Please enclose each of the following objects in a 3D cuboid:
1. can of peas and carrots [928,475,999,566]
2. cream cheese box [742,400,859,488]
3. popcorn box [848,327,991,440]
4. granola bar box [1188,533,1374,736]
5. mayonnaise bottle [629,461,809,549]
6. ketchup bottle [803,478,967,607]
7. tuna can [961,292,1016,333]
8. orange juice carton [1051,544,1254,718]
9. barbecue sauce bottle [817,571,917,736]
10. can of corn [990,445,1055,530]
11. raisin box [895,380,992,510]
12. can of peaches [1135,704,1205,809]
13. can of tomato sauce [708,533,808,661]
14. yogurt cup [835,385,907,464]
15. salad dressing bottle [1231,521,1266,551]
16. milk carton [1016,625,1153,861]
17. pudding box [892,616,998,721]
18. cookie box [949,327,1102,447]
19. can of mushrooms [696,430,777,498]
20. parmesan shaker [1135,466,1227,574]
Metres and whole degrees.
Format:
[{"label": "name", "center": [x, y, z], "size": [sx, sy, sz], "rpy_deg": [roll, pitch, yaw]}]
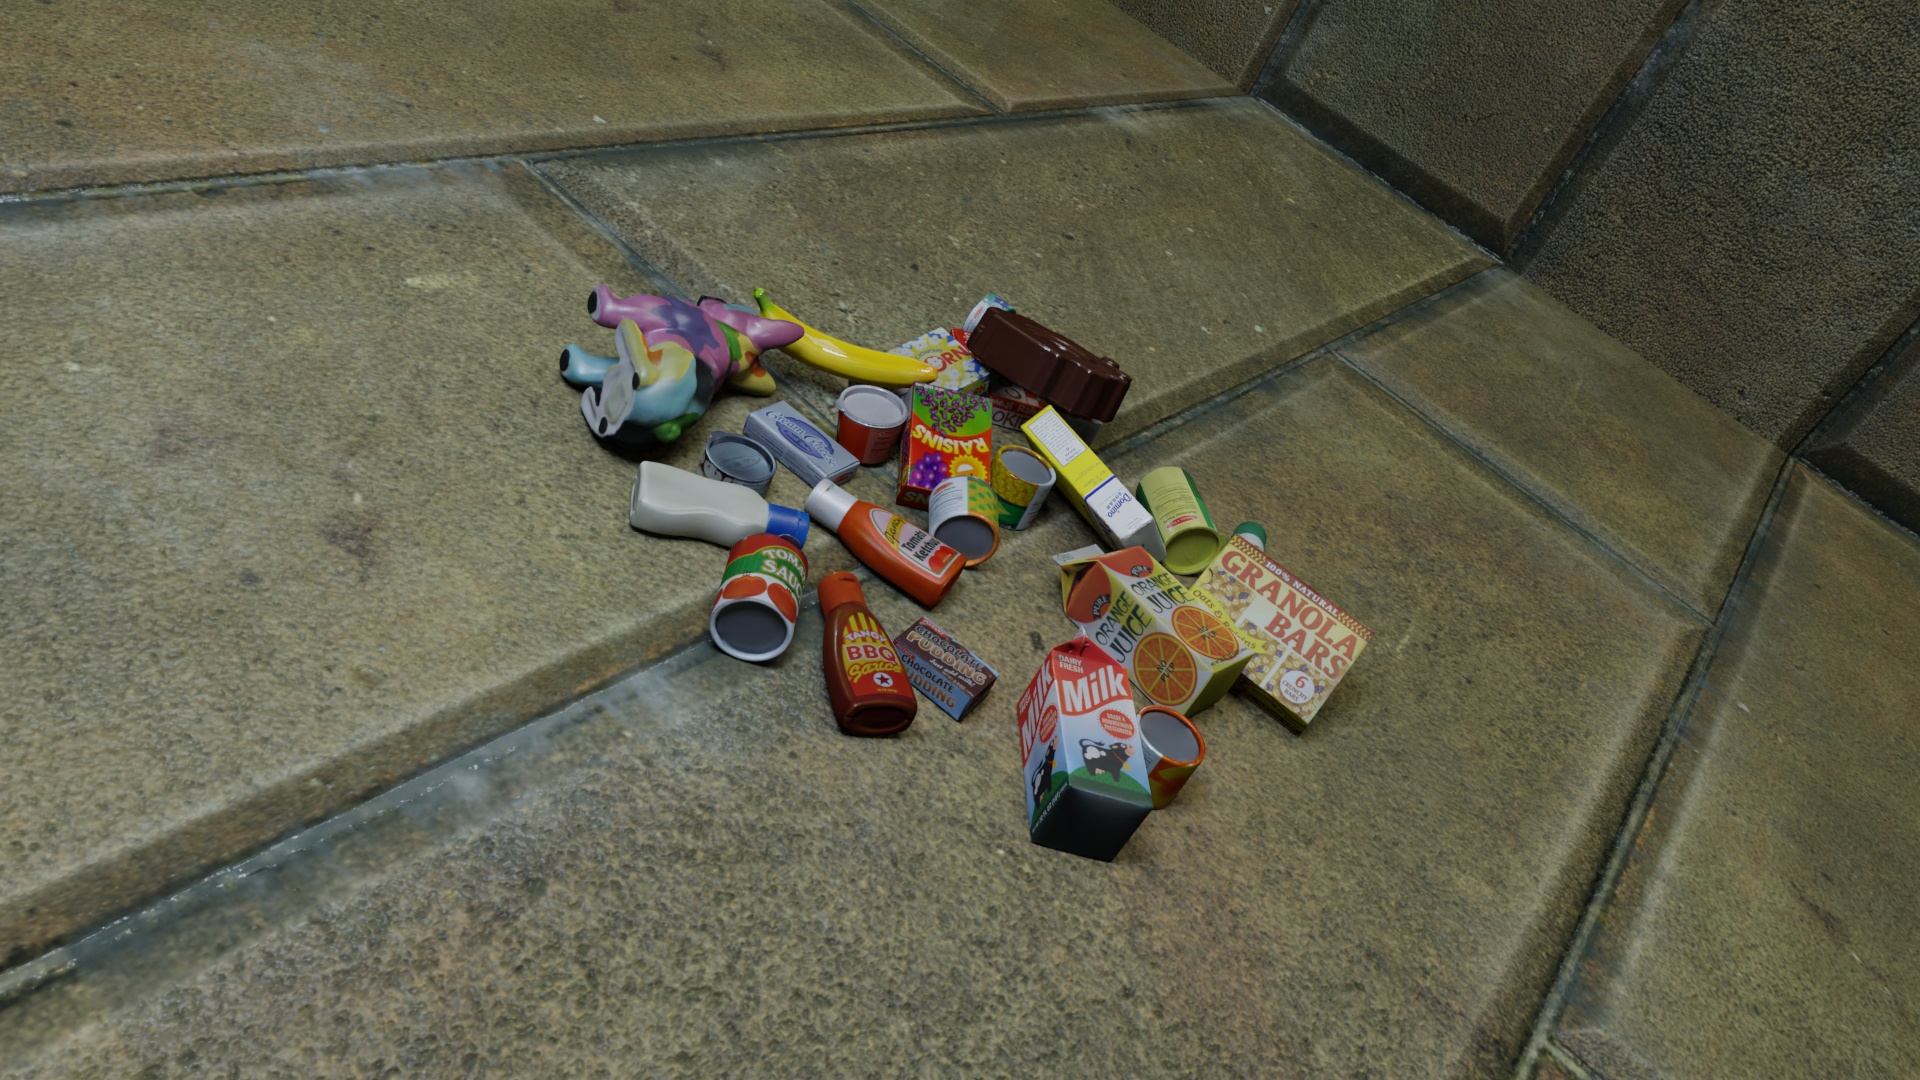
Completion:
[{"label": "can of peas and carrots", "center": [0.005, -0.016, 1.297], "size": [0.071, 0.070, 0.059], "rpy_deg": [18, 35, -15]}, {"label": "cream cheese box", "center": [-0.151, -0.090, 1.318], "size": [0.104, 0.024, 0.053], "rpy_deg": [38, 35, 15]}, {"label": "popcorn box", "center": [-0.043, -0.165, 1.450], "size": [0.127, 0.038, 0.085], "rpy_deg": [-29, 61, -31]}, {"label": "granola bar box", "center": [0.295, 0.088, 1.338], "size": [0.166, 0.039, 0.125], "rpy_deg": [37, 65, 13]}, {"label": "mayonnaise bottle", "center": [-0.204, -0.023, 1.180], "size": [0.148, 0.041, 0.065], "rpy_deg": [15, 38, -21]}, {"label": "ketchup bottle", "center": [-0.070, -0.001, 1.242], "size": [0.149, 0.043, 0.065], "rpy_deg": [33, 34, 7]}, {"label": "tuna can", "center": [0.034, -0.254, 1.632], "size": [0.033, 0.070, 0.071], "rpy_deg": [39, 35, 14]}, {"label": "orange juice carton", "center": [0.169, 0.072, 1.290], "size": [0.072, 0.072, 0.193], "rpy_deg": [-16, 53, -46]}, {"label": "barbecue sauce bottle", "center": [-0.083, 0.088, 1.116], "size": [0.065, 0.043, 0.149], "rpy_deg": [7, 39, -28]}, {"label": "can of corn", "center": [0.052, -0.055, 1.387], "size": [0.071, 0.058, 0.071], "rpy_deg": [19, 35, -14]}, {"label": "raisin box", "center": [-0.015, -0.088, 1.361], "size": [0.086, 0.040, 0.124], "rpy_deg": [12, 58, -17]}, {"label": "can of peaches", "center": [0.164, 0.179, 1.157], "size": [0.071, 0.057, 0.071], "rpy_deg": [19, 35, -13]}, {"label": "can of tomato sauce", "center": [-0.157, 0.044, 1.098], "size": [0.071, 0.070, 0.083], "rpy_deg": [21, 35, -11]}, {"label": "yogurt cup", "center": [-0.090, -0.112, 1.358], "size": [0.072, 0.053, 0.073], "rpy_deg": [11, 38, -9]}, {"label": "salad dressing bottle", "center": [0.300, 0.021, 1.466], "size": [0.044, 0.064, 0.148], "rpy_deg": [-4, 20, 18]}, {"label": "milk carton", "center": [0.095, 0.156, 1.126], "size": [0.073, 0.072, 0.191], "rpy_deg": [17, 35, -16]}, {"label": "pudding box", "center": [-0.015, 0.106, 1.152], "size": [0.084, 0.030, 0.050], "rpy_deg": [37, 34, 13]}, {"label": "cookie box", "center": [0.067, -0.173, 1.570], "size": [0.167, 0.040, 0.123], "rpy_deg": [13, 37, -22]}, {"label": "can of mushrooms", "center": [-0.202, -0.065, 1.242], "size": [0.071, 0.033, 0.071], "rpy_deg": [19, 36, -14]}, {"label": "parmesan shaker", "center": [0.231, -0.023, 1.462], "size": [0.071, 0.071, 0.103], "rpy_deg": [13, 36, -22]}]
